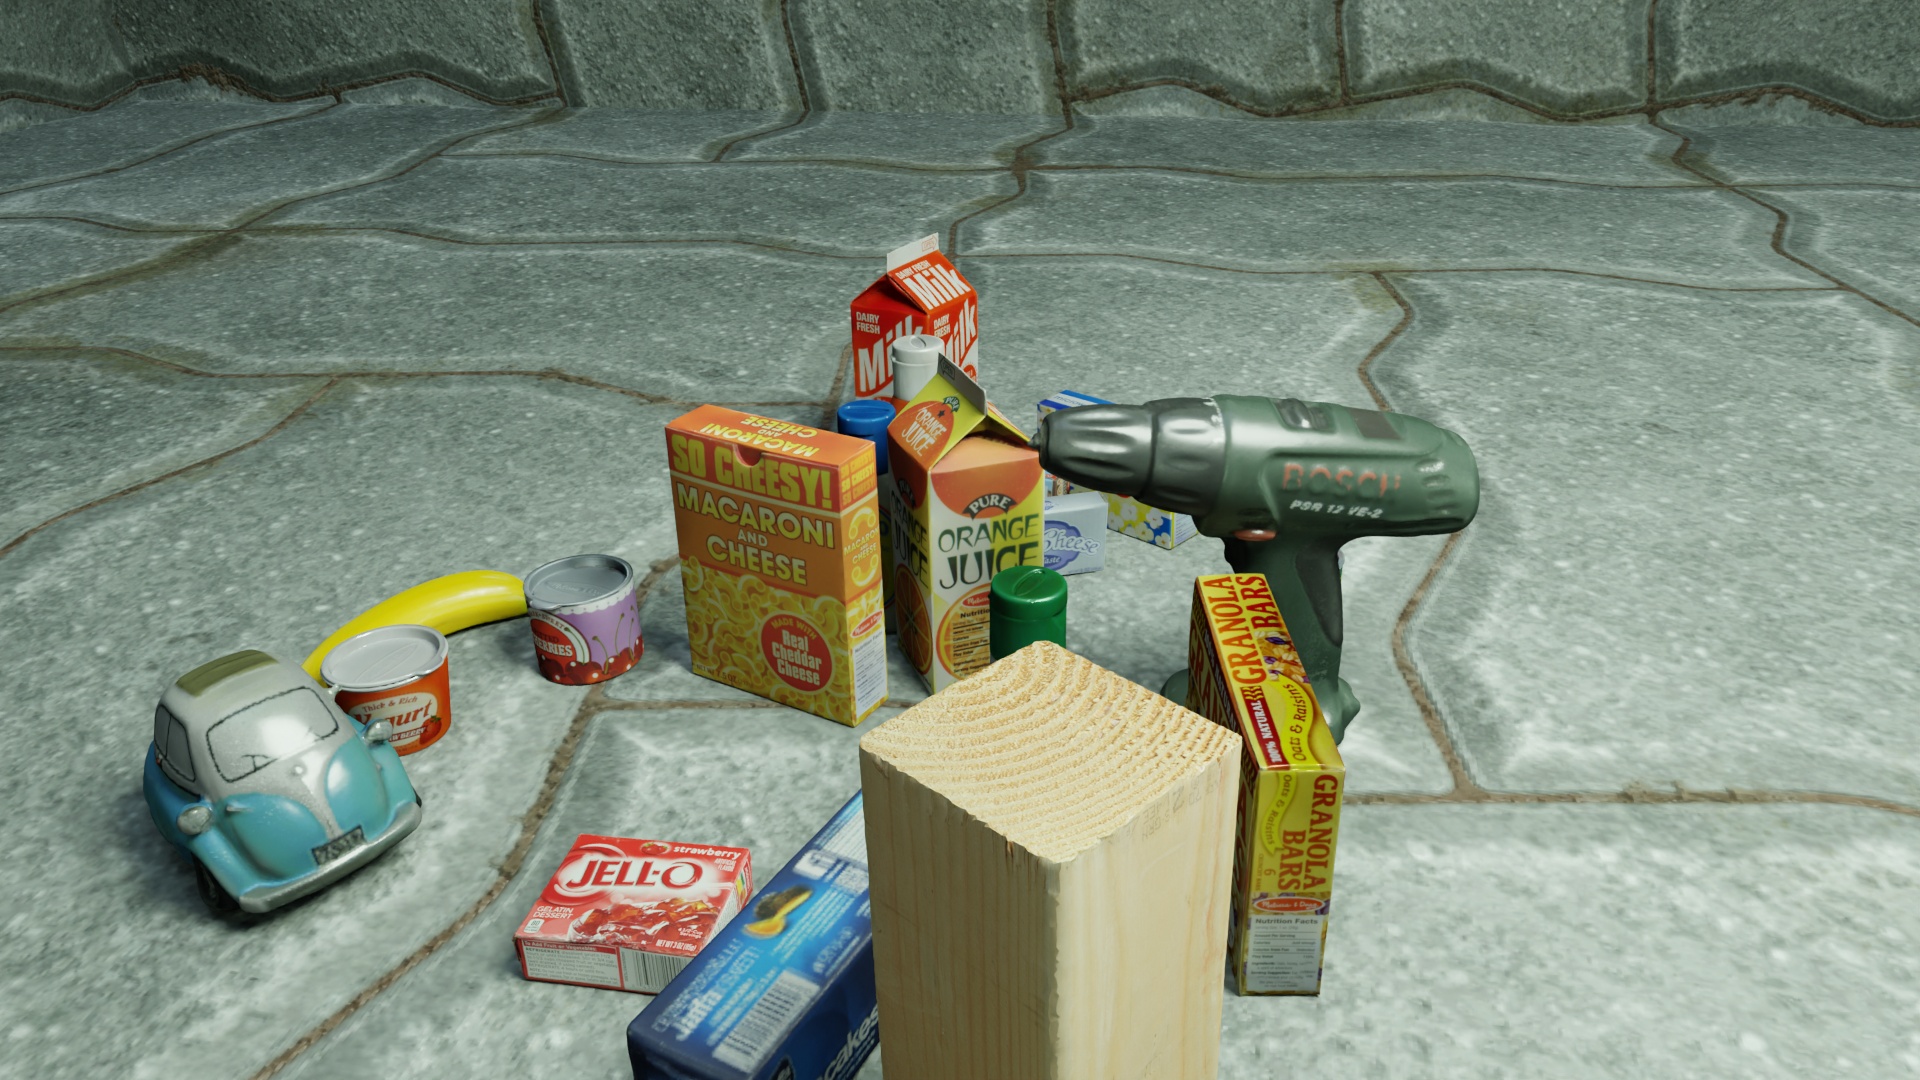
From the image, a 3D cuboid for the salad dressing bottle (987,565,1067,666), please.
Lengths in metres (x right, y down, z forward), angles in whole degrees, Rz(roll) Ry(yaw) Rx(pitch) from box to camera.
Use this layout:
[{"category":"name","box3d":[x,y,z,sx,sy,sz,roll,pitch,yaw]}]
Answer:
[{"category":"salad dressing bottle","box3d":[0.033,0.085,0.680,0.044,0.147,0.064,12,30,26]}]

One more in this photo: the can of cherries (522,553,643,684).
[{"category":"can of cherries","box3d":[-0.235,0.049,0.860,0.071,0.058,0.072,-1,27,1]}]

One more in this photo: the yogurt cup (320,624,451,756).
[{"category":"yogurt cup","box3d":[-0.325,0.087,0.795,0.072,0.053,0.073,-1,27,1]}]

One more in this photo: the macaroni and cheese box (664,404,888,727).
[{"category":"macaroni and cheese box","box3d":[-0.105,0.015,0.804,0.124,0.165,0.040,14,30,28]}]

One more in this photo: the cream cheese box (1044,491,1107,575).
[{"category":"cream cheese box","box3d":[0.049,-0.001,0.952,0.104,0.053,0.024,-7,27,-11]}]

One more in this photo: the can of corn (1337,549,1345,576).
[{"category":"can of corn","box3d":[0.204,0.035,0.869,0.071,0.058,0.071,-1,27,1]}]

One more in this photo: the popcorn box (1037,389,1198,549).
[{"category":"popcorn box","box3d":[0.115,-0.054,1.020,0.127,0.084,0.038,21,34,37]}]

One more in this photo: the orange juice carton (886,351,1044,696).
[{"category":"orange juice carton","box3d":[0.003,-0.010,0.820,0.073,0.191,0.072,-11,28,-18]}]

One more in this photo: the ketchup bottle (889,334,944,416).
[{"category":"ketchup bottle","box3d":[-0.029,-0.071,0.989,0.043,0.148,0.065,-7,27,-11]}]

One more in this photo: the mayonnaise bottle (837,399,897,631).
[{"category":"mayonnaise bottle","box3d":[-0.057,-0.014,0.880,0.065,0.147,0.041,4,27,10]}]

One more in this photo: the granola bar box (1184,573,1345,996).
[{"category":"granola bar box","box3d":[0.137,0.108,0.654,0.039,0.123,0.166,-1,27,0]}]

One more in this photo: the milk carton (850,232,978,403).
[{"category":"milk carton","box3d":[-0.034,-0.137,1.074,0.073,0.189,0.073,14,30,28]}]

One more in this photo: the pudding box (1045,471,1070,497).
[{"category":"pudding box","box3d":[0.038,-0.036,1.026,0.084,0.049,0.030,13,30,26]}]
